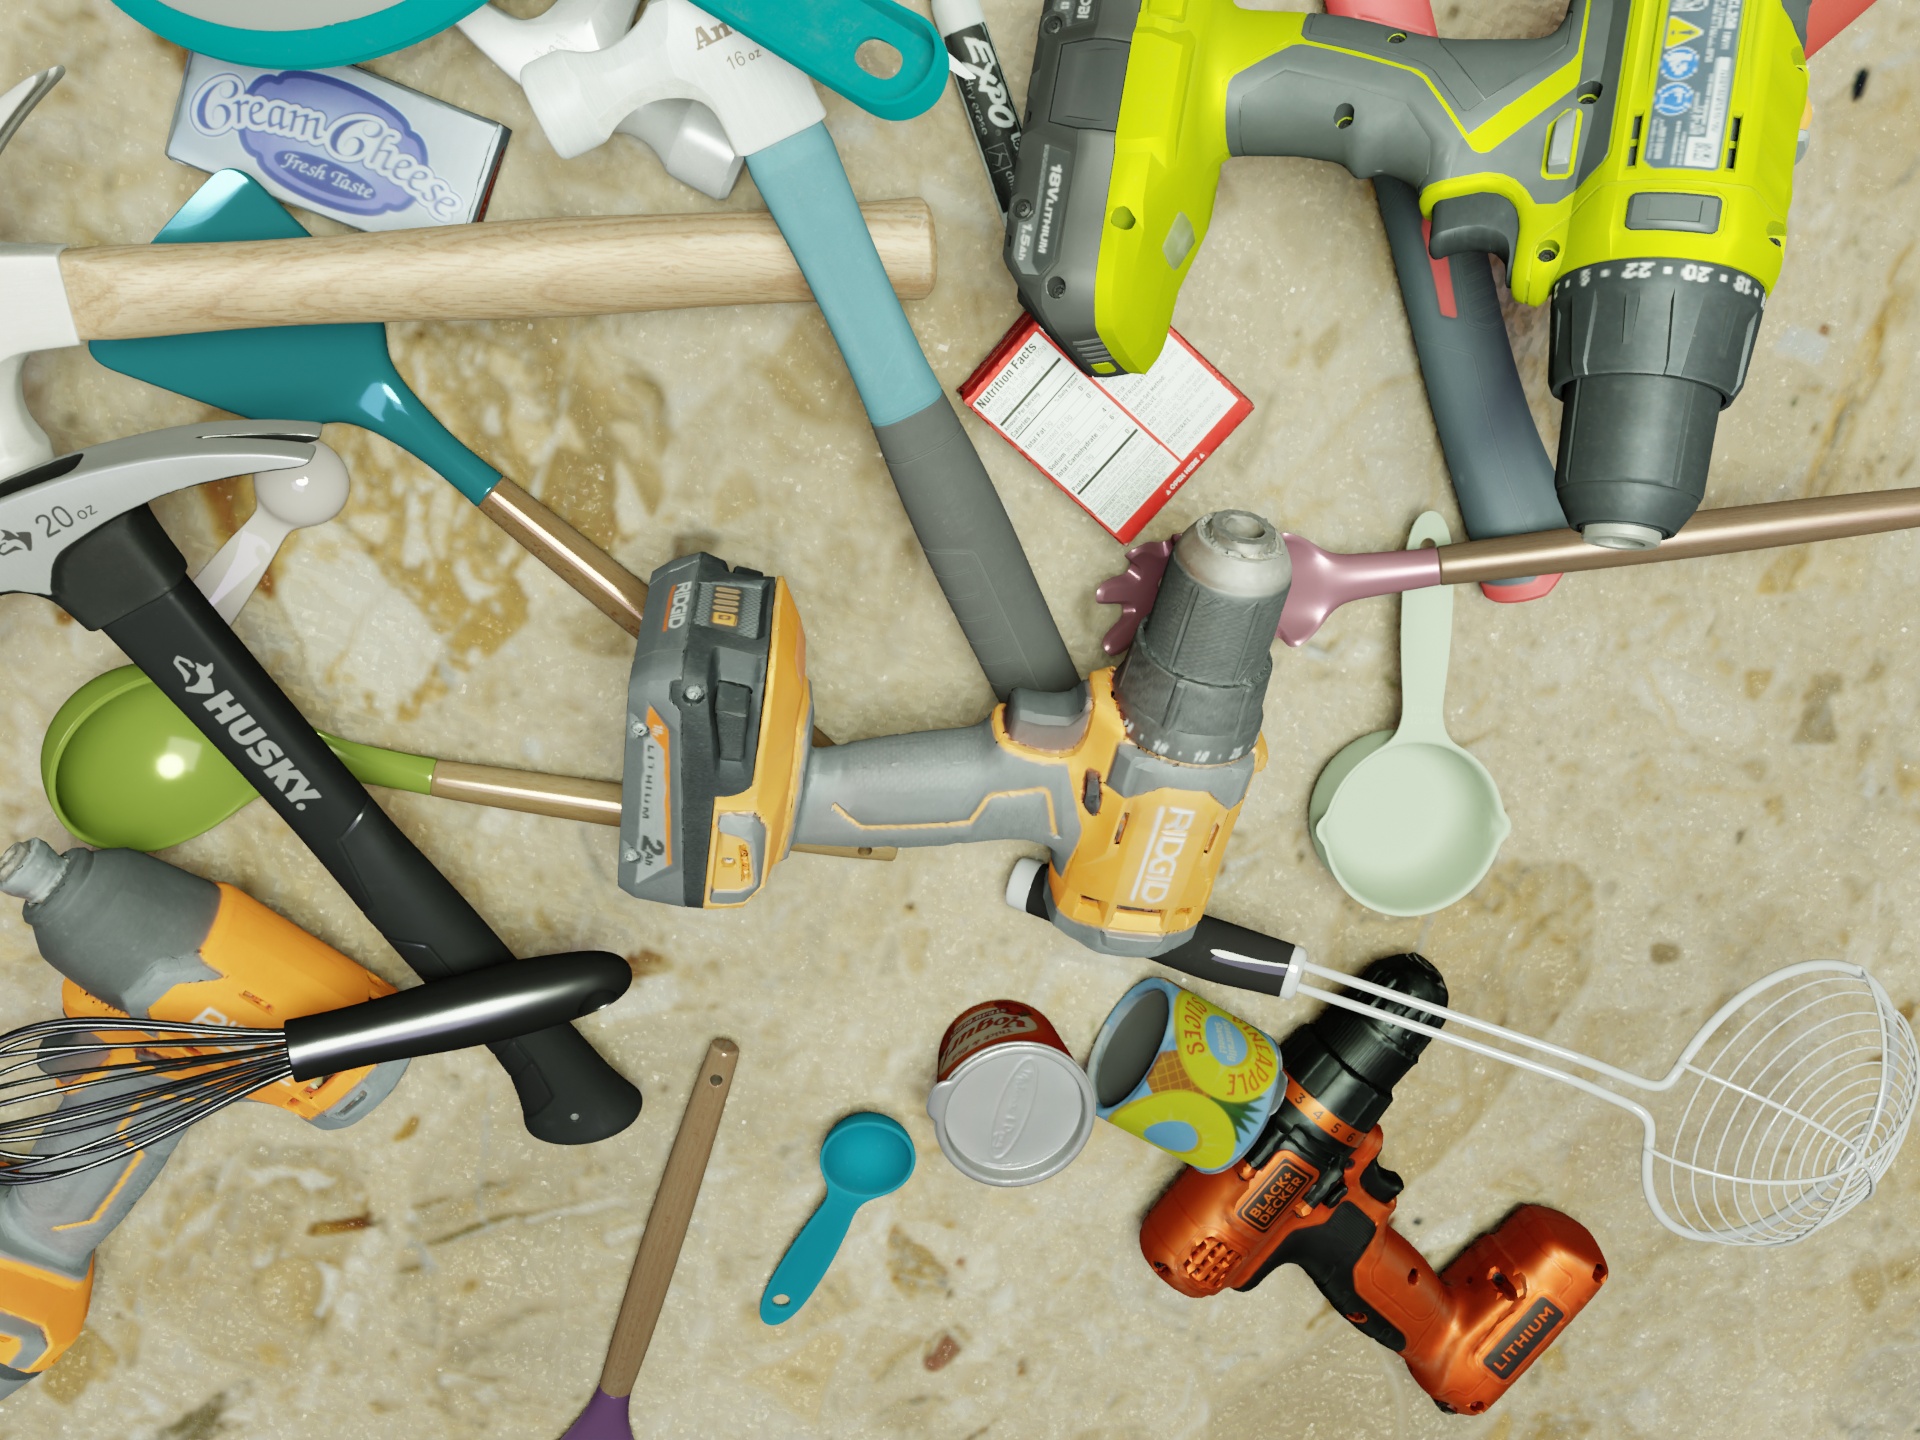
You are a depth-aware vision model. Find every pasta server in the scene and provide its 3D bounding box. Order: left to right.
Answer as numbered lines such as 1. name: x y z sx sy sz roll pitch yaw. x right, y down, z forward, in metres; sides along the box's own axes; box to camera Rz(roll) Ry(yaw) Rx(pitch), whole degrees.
1. pasta server: 0.211 -0.060 0.604 0.316 0.040 0.060 -6 105 13

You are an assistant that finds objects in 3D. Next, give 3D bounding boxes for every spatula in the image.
1. spatula: -0.157 -0.066 0.595 0.317 0.044 0.082 39 96 -17
2. spatula: -0.147 0.282 0.721 0.059 0.018 0.316 15 107 -12

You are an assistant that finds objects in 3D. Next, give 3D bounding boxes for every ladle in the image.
1. ladle: -0.179 0.033 0.619 0.320 0.062 0.078 10 119 -12

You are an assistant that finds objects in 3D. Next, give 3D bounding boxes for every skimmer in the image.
1. skimmer: 0.199 0.115 0.655 0.363 0.090 0.127 17 107 14

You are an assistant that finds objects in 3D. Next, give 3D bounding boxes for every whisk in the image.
1. whisk: -0.235 0.114 0.560 0.239 0.055 0.055 -10 109 -20

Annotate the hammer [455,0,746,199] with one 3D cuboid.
1. hammer: -0.053 -0.388 0.508 0.144 0.035 0.405 25 103 -14

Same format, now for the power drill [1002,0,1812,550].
1. power drill: 0.136 -0.158 0.500 0.228 0.080 0.190 9 88 19

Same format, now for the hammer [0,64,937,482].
1. hammer: -0.171 -0.151 0.529 0.331 0.031 0.130 -7 119 -13

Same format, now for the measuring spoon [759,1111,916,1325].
1. measuring spoon: -0.060 0.222 0.716 0.042 0.021 0.128 23 113 -14

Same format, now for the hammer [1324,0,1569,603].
1. hammer: 0.149 -0.218 0.585 0.143 0.038 0.386 -20 109 1

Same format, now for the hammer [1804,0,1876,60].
1. hammer: 0.363 -0.300 0.548 0.359 0.037 0.149 -41 105 -5

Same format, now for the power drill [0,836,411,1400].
1. power drill: -0.346 0.146 0.605 0.226 0.084 0.164 -40 126 5

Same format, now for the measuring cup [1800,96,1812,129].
1. measuring cup: 0.253 -0.185 0.601 0.095 0.052 0.173 1 109 -7

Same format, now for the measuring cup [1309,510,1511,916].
1. measuring cup: 0.185 -0.004 0.661 0.083 0.038 0.167 -1 100 -6

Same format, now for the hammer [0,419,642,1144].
1. hammer: -0.213 0.044 0.579 0.146 0.035 0.334 -28 123 3

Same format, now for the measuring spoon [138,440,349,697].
1. measuring spoon: -0.275 -0.054 0.598 0.034 0.018 0.124 38 101 -16

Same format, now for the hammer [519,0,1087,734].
1. hammer: -0.015 -0.100 0.567 0.128 0.033 0.330 -26 123 1

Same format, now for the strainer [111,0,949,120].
1. strainer: -0.151 -0.269 0.433 0.340 0.095 0.211 35 95 11

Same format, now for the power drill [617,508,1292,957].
1. power drill: -0.001 -0.002 0.565 0.226 0.084 0.185 7 129 -8
